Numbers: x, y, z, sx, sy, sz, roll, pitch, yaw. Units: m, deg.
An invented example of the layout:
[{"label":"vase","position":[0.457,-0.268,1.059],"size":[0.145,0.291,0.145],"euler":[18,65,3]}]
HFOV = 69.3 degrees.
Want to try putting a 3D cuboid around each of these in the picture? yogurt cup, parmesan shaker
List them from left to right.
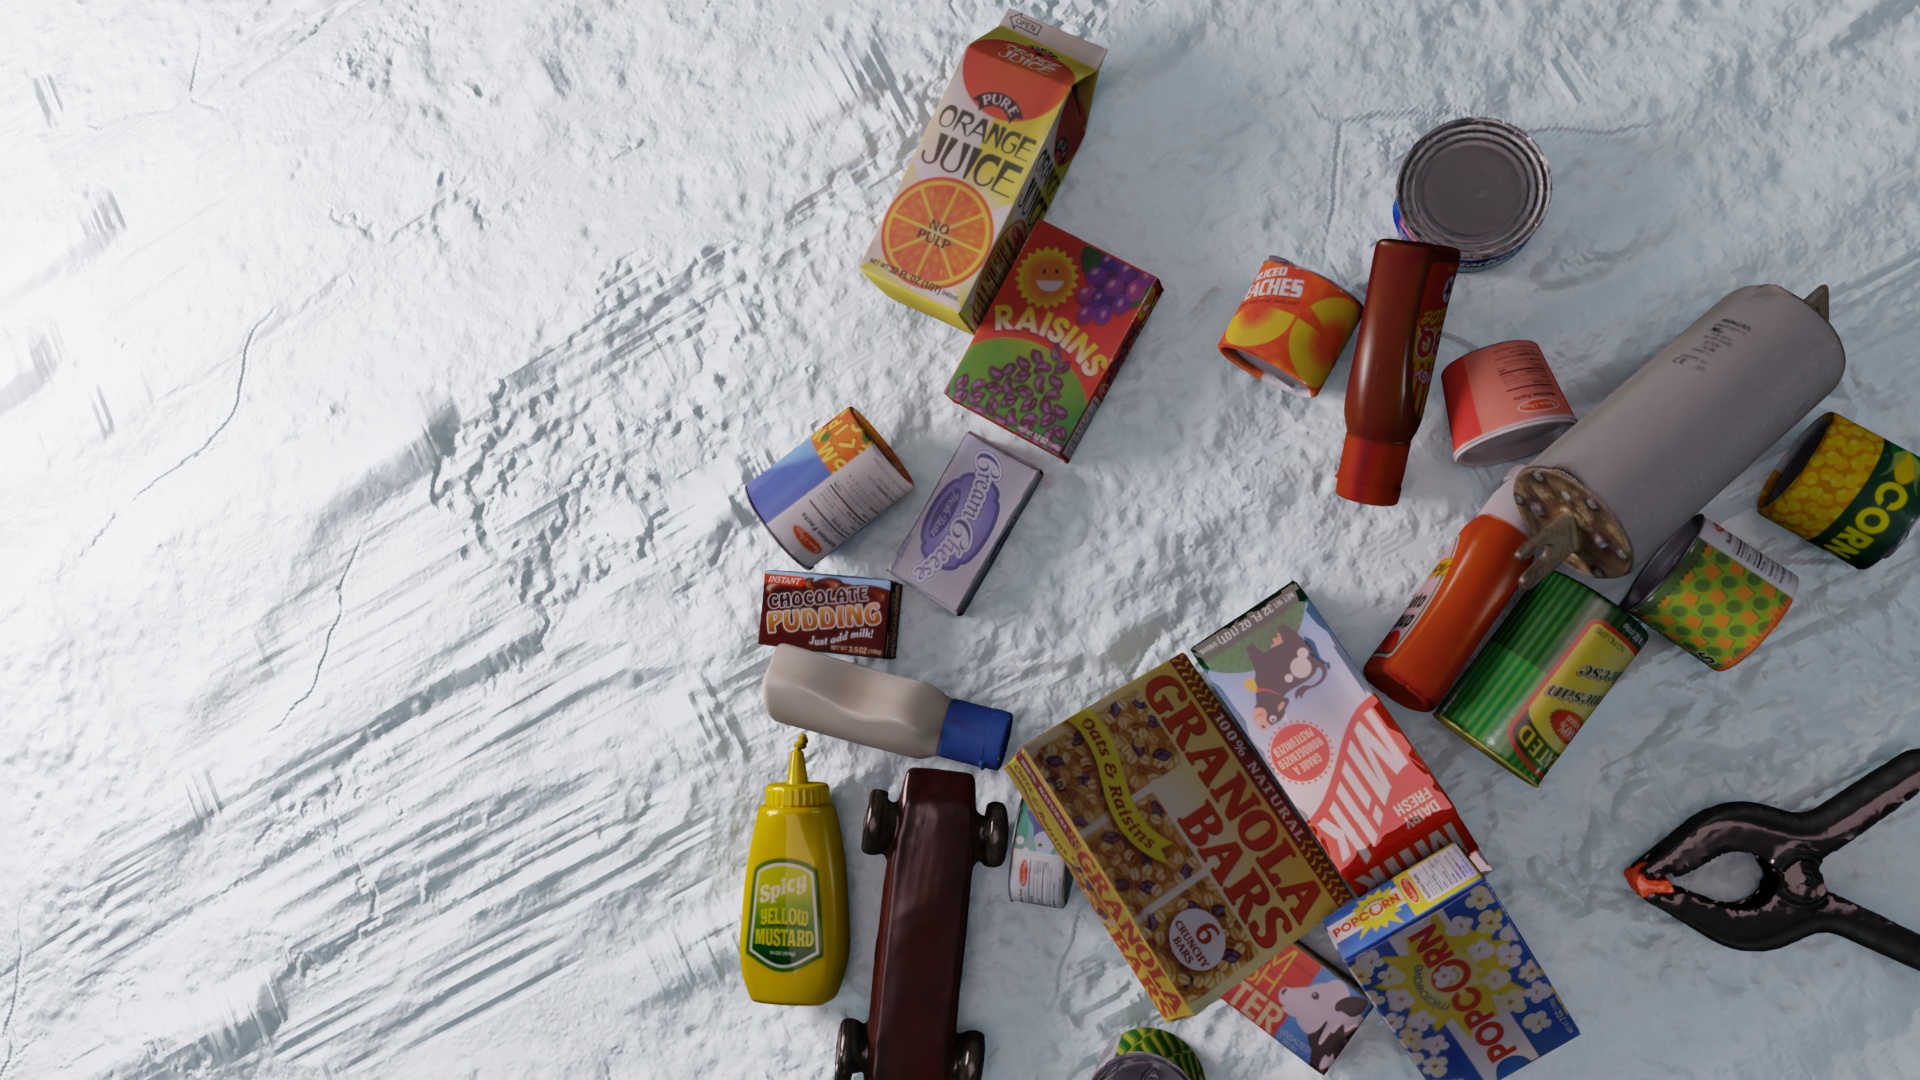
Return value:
[{"label":"yogurt cup","position":[0.307,-0.078,0.786],"size":[0.072,0.072,0.054],"euler":[-14,74,10]},{"label":"parmesan shaker","position":[0.317,0.074,0.764],"size":[0.071,0.071,0.103],"euler":[37,93,13]}]

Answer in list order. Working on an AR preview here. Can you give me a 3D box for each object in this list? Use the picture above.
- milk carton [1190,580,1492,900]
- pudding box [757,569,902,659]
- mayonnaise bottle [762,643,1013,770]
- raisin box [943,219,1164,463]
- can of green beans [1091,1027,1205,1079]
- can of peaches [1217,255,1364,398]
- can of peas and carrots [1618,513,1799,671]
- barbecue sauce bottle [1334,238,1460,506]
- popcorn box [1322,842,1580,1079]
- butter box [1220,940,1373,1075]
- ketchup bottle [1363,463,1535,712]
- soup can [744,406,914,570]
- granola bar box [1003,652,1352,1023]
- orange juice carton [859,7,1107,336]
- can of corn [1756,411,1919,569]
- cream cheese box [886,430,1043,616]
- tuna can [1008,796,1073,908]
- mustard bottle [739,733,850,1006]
[{"label":"milk carton","position":[0.212,0.121,0.780],"size":[0.072,0.073,0.191],"euler":[-35,79,7]},{"label":"pudding box","position":[-0.081,0.046,0.870],"size":[0.084,0.030,0.049],"euler":[5,85,12]},{"label":"mayonnaise bottle","position":[-0.044,0.104,0.842],"size":[0.148,0.064,0.041],"euler":[13,60,9]},{"label":"raisin box","position":[0.058,-0.122,0.854],"size":[0.086,0.040,0.123],"euler":[29,92,14]},{"label":"can of green beans","position":[0.106,0.317,0.790],"size":[0.071,0.058,0.071],"euler":[-1,84,12]},{"label":"can of peaches","position":[0.191,-0.124,0.811],"size":[0.071,0.071,0.058],"euler":[30,92,13]},{"label":"can of peas and carrots","position":[0.405,0.030,0.754],"size":[0.059,0.071,0.071],"euler":[36,93,12]},{"label":"barbecue sauce bottle","position":[0.245,-0.095,0.791],"size":[0.044,0.065,0.148],"euler":[17,108,31]},{"label":"popcorn box","position":[0.264,0.234,0.747],"size":[0.085,0.038,0.126],"euler":[-34,110,7]},{"label":"butter box","position":[0.179,0.252,0.799],"size":[0.103,0.024,0.053],"euler":[35,92,12]},{"label":"ketchup bottle","position":[0.287,0.026,0.782],"size":[0.043,0.064,0.149],"euler":[36,84,10]},{"label":"soup can","position":[-0.081,-0.034,0.861],"size":[0.084,0.071,0.071],"euler":[-38,79,5]},{"label":"granola bar box","position":[0.121,0.163,0.778],"size":[0.125,0.039,0.166],"euler":[-26,74,-27]},{"label":"orange juice carton","position":[0.018,-0.230,0.855],"size":[0.072,0.073,0.192],"euler":[26,90,13]},{"label":"can of corn","position":[0.472,-0.026,0.742],"size":[0.058,0.071,0.071],"euler":[33,92,14]},{"label":"cream cheese box","position":[0.003,-0.011,0.861],"size":[0.053,0.024,0.104],"euler":[30,91,12]},{"label":"tuna can","position":[0.050,0.179,0.813],"size":[0.033,0.071,0.071],"euler":[7,86,11]},{"label":"mustard bottle","position":[-0.101,0.199,0.849],"size":[0.065,0.049,0.160],"euler":[-2,84,10]}]
